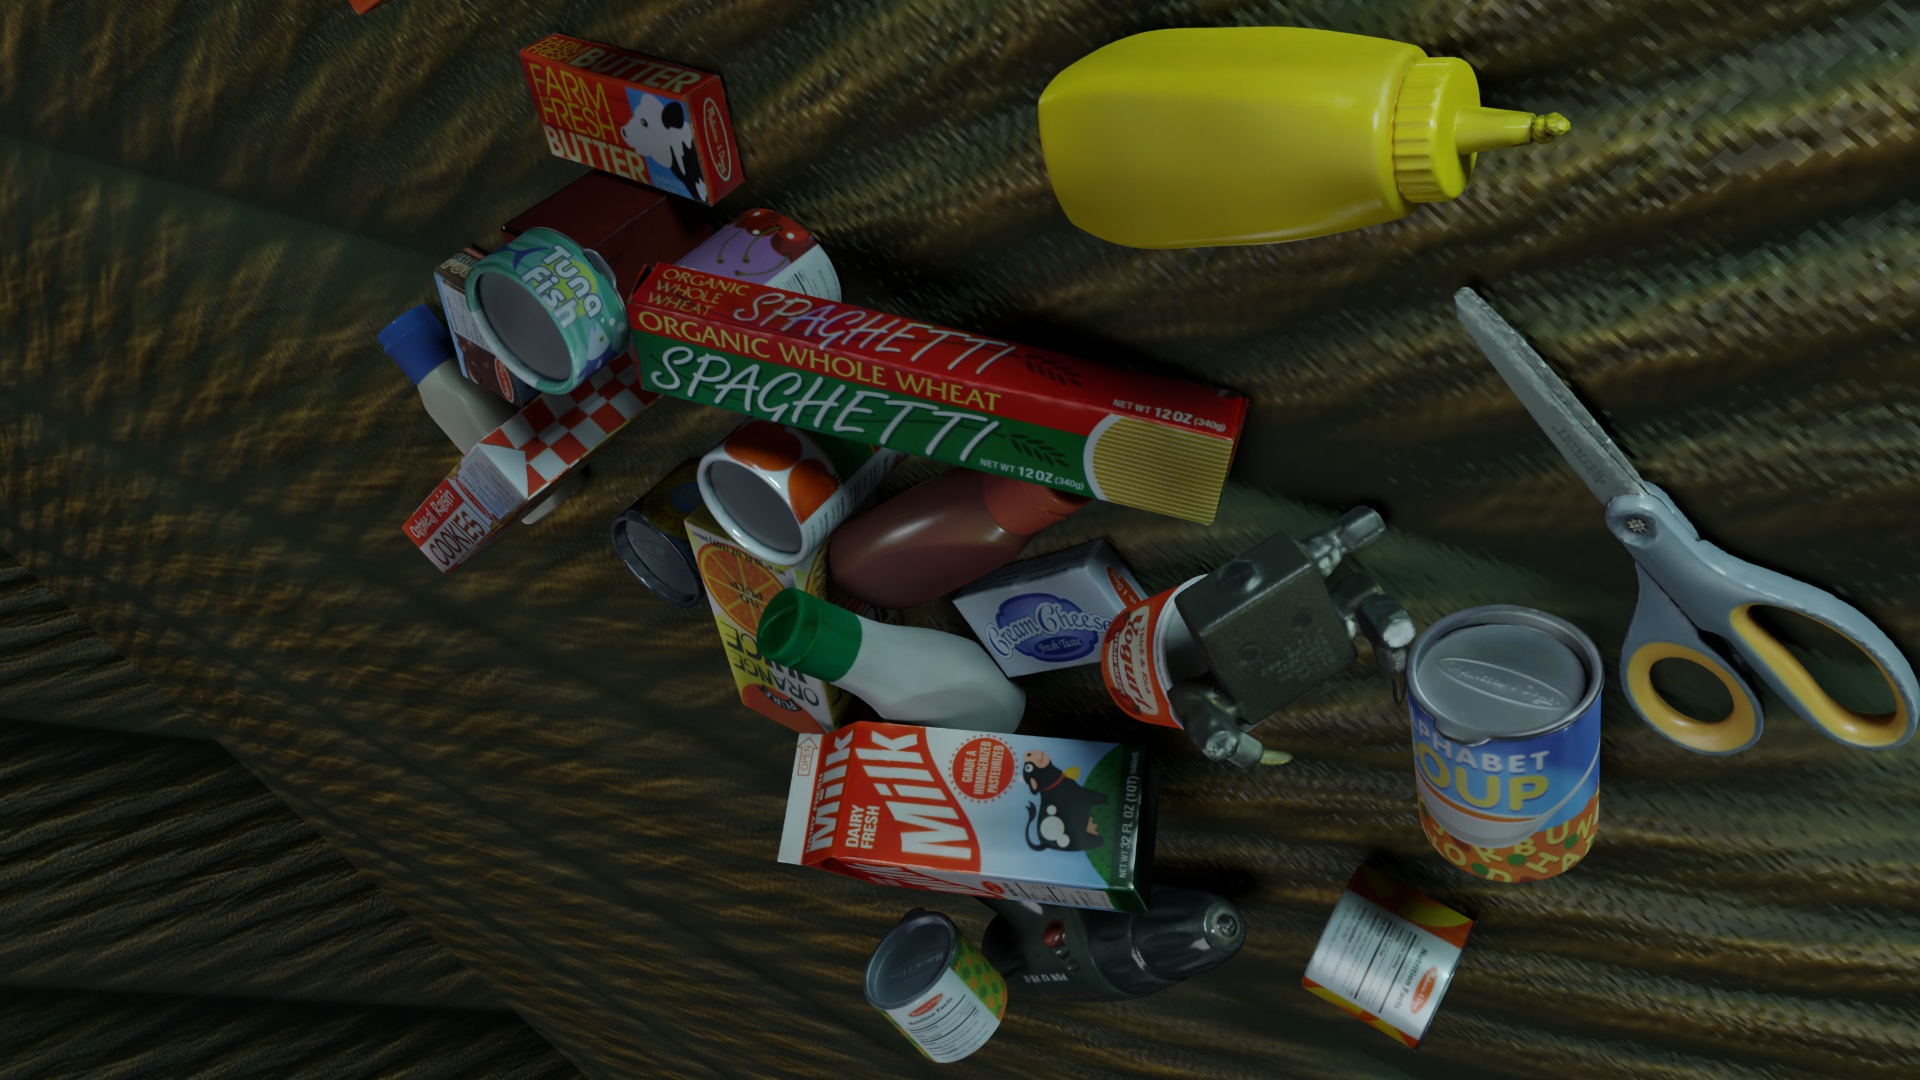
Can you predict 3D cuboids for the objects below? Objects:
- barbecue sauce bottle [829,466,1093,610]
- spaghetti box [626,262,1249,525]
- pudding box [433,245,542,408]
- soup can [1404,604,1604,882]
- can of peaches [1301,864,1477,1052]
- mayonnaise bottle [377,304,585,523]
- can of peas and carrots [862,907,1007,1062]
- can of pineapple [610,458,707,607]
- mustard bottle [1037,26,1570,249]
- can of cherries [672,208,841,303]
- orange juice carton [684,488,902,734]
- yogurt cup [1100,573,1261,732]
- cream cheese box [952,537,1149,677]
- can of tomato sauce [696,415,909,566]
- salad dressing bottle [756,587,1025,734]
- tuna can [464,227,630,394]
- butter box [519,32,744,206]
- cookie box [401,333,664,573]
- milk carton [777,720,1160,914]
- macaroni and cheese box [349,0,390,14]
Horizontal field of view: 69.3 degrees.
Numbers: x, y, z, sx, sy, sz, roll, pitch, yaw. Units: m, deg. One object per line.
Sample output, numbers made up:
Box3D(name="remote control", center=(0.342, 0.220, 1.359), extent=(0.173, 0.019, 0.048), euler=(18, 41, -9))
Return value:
Box3D(name="barbecue sauce bottle", center=(0.002, -0.008, 0.637), extent=(0.065, 0.044, 0.148), euler=(13, 155, -34))
Box3D(name="spaghetti box", center=(-0.014, -0.060, 0.556), extent=(0.250, 0.029, 0.049), euler=(14, 139, 10))
Box3D(name="pudding box", center=(-0.270, -0.123, 0.805), extent=(0.050, 0.030, 0.083), euler=(28, 144, 18))
Box3D(name="soup can", center=(0.201, 0.078, 0.516), extent=(0.071, 0.072, 0.083), euler=(13, 137, 36))
Box3D(name="can of peaches", center=(0.201, 0.194, 0.651), extent=(0.058, 0.071, 0.071), euler=(25, 142, 23))
Box3D(name="mayonnaise bottle", center=(-0.303, -0.080, 0.877), extent=(0.148, 0.041, 0.064), euler=(52, 143, -13))
Box3D(name="can of peas and carrots", center=(-0.015, 0.263, 0.823), extent=(0.071, 0.071, 0.058), euler=(-6, 129, 48))
Box3D(name="can of pineapple", center=(-0.155, -0.006, 0.793), extent=(0.071, 0.058, 0.070), euler=(26, 143, 22))
Box3D(name="mustard bottle", center=(0.101, -0.121, 0.418), extent=(0.160, 0.049, 0.065), euler=(11, 136, 36))
Box3D(name="can of cherries", center=(-0.098, -0.108, 0.624), extent=(0.071, 0.059, 0.071), euler=(26, 144, 21))
Box3D(name="orange juice carton", center=(-0.082, 0.046, 0.763), extent=(0.072, 0.073, 0.191), euler=(22, 141, 27))
Box3D(name="yogurt cup", center=(0.097, 0.051, 0.599), extent=(0.072, 0.073, 0.054), euler=(51, 153, -12))
Box3D(name="cream cheese box", center=(0.046, 0.034, 0.666), extent=(0.103, 0.024, 0.053), euler=(-18, 113, 52))
Box3D(name="can of tomato sauce", center=(-0.074, -0.040, 0.651), extent=(0.071, 0.083, 0.070), euler=(26, 143, 22))
Box3D(name="salad dressing bottle", center=(-0.033, 0.064, 0.698), extent=(0.147, 0.044, 0.064), euler=(26, 136, -37))
Box3D(name="tuna can", center=(-0.176, -0.098, 0.595), extent=(0.071, 0.033, 0.070), euler=(25, 140, 23))
Box3D(name="butter box", center=(-0.146, -0.187, 0.614), extent=(0.103, 0.024, 0.052), euler=(23, 142, 26))
Box3D(name="cookie box", center=(-0.227, -0.049, 0.759), extent=(0.040, 0.123, 0.167), euler=(51, 145, -11))
Box3D(name="milk carton", center=(0.001, 0.140, 0.710), extent=(0.190, 0.072, 0.073), euler=(2, 157, 14))
Box3D(name="macaroni and cheese box", center=(-0.096, -0.219, 0.401), extent=(0.123, 0.167, 0.040), euler=(-2, 126, 46))
